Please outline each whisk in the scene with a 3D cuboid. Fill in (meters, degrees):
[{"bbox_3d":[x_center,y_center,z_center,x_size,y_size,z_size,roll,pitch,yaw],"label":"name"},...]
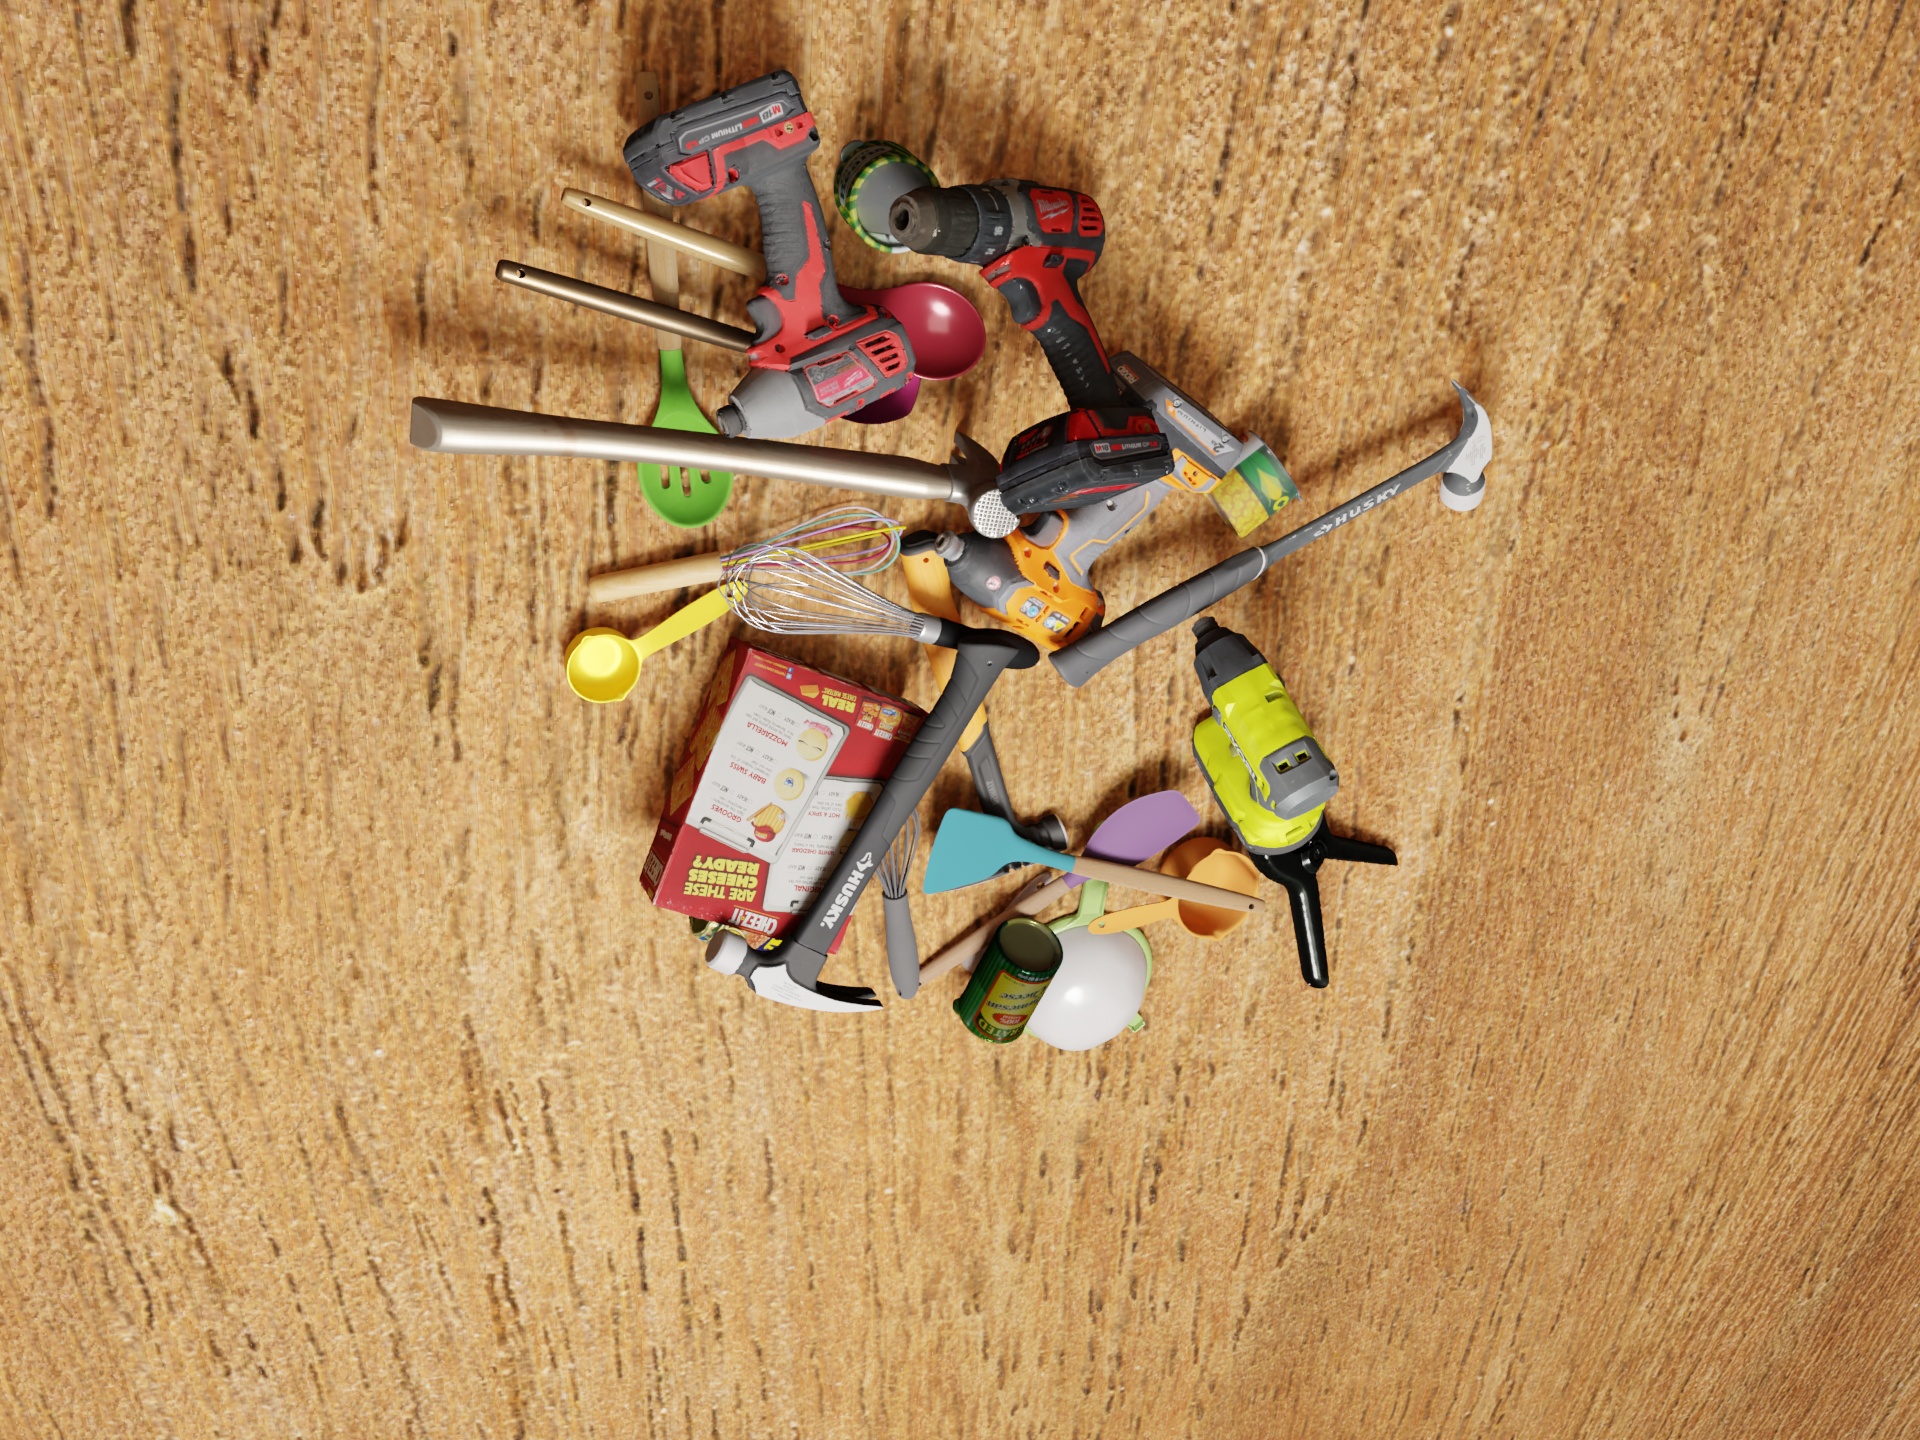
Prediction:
[{"bbox_3d":[-0.161,-0.122,1.217,0.245,0.047,0.051,-12,122,-5],"label":"whisk"},{"bbox_3d":[-0.055,0.153,1.394,0.055,0.055,0.238,-11,123,-10],"label":"whisk"},{"bbox_3d":[-0.053,-0.079,1.218,0.284,0.070,0.070,13,115,-32],"label":"whisk"}]

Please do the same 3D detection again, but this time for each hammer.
[{"bbox_3d":[-0.168,-0.190,1.115,0.410,0.146,0.038,4,116,-17],"label":"hammer"},{"bbox_3d":[-0.002,-0.004,1.332,0.127,0.034,0.336,-20,122,-6],"label":"hammer"},{"bbox_3d":[-0.053,0.079,1.242,0.146,0.035,0.335,29,96,-26],"label":"hammer"},{"bbox_3d":[0.252,-0.137,1.273,0.409,0.036,0.149,-29,150,-6],"label":"hammer"}]

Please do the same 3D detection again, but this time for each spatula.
[{"bbox_3d":[0.123,0.137,1.388,0.317,0.044,0.082,13,108,-12],"label":"spatula"},{"bbox_3d":[0.074,0.157,1.431,0.316,0.018,0.059,-36,114,15],"label":"spatula"}]

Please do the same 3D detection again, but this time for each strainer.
[{"bbox_3d":[0.125,0.214,1.472,0.151,0.069,0.256,-2,121,-16],"label":"strainer"}]

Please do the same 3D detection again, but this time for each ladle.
[{"bbox_3d":[-0.124,-0.310,1.111,0.315,0.031,0.069,14,95,-27],"label":"ladle"}]

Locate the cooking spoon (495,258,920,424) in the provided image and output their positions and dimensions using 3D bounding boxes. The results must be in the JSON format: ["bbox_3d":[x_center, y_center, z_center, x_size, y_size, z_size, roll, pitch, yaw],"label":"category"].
[{"bbox_3d":[-0.167,-0.271,1.116,0.318,0.017,0.068,10,100,-31],"label":"cooking spoon"}]

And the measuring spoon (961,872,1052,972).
[{"bbox_3d":[0.045,0.189,1.464,0.034,0.018,0.124,31,106,-28],"label":"measuring spoon"}]

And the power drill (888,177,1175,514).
[{"bbox_3d":[0.047,-0.261,1.085,0.188,0.080,0.227,-14,88,-46],"label":"power drill"}]

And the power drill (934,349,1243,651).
[{"bbox_3d":[0.092,-0.167,1.230,0.164,0.084,0.226,25,112,-38],"label":"power drill"}]

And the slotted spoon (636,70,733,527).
[{"bbox_3d":[-0.204,-0.287,1.116,0.070,0.031,0.313,-8,119,-13],"label":"slotted spoon"}]

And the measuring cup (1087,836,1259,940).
[{"bbox_3d":[0.186,0.160,1.458,0.173,0.052,0.095,-12,113,-17],"label":"measuring cup"}]

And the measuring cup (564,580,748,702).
[{"bbox_3d":[-0.236,-0.070,1.236,0.156,0.029,0.062,-32,123,-11],"label":"measuring cup"}]

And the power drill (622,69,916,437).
[{"bbox_3d":[-0.130,-0.299,1.057,0.143,0.079,0.219,-30,110,-19],"label":"power drill"}]

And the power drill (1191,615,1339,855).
[{"bbox_3d":[0.243,0.017,1.311,0.080,0.171,0.223,-28,159,0],"label":"power drill"}]
